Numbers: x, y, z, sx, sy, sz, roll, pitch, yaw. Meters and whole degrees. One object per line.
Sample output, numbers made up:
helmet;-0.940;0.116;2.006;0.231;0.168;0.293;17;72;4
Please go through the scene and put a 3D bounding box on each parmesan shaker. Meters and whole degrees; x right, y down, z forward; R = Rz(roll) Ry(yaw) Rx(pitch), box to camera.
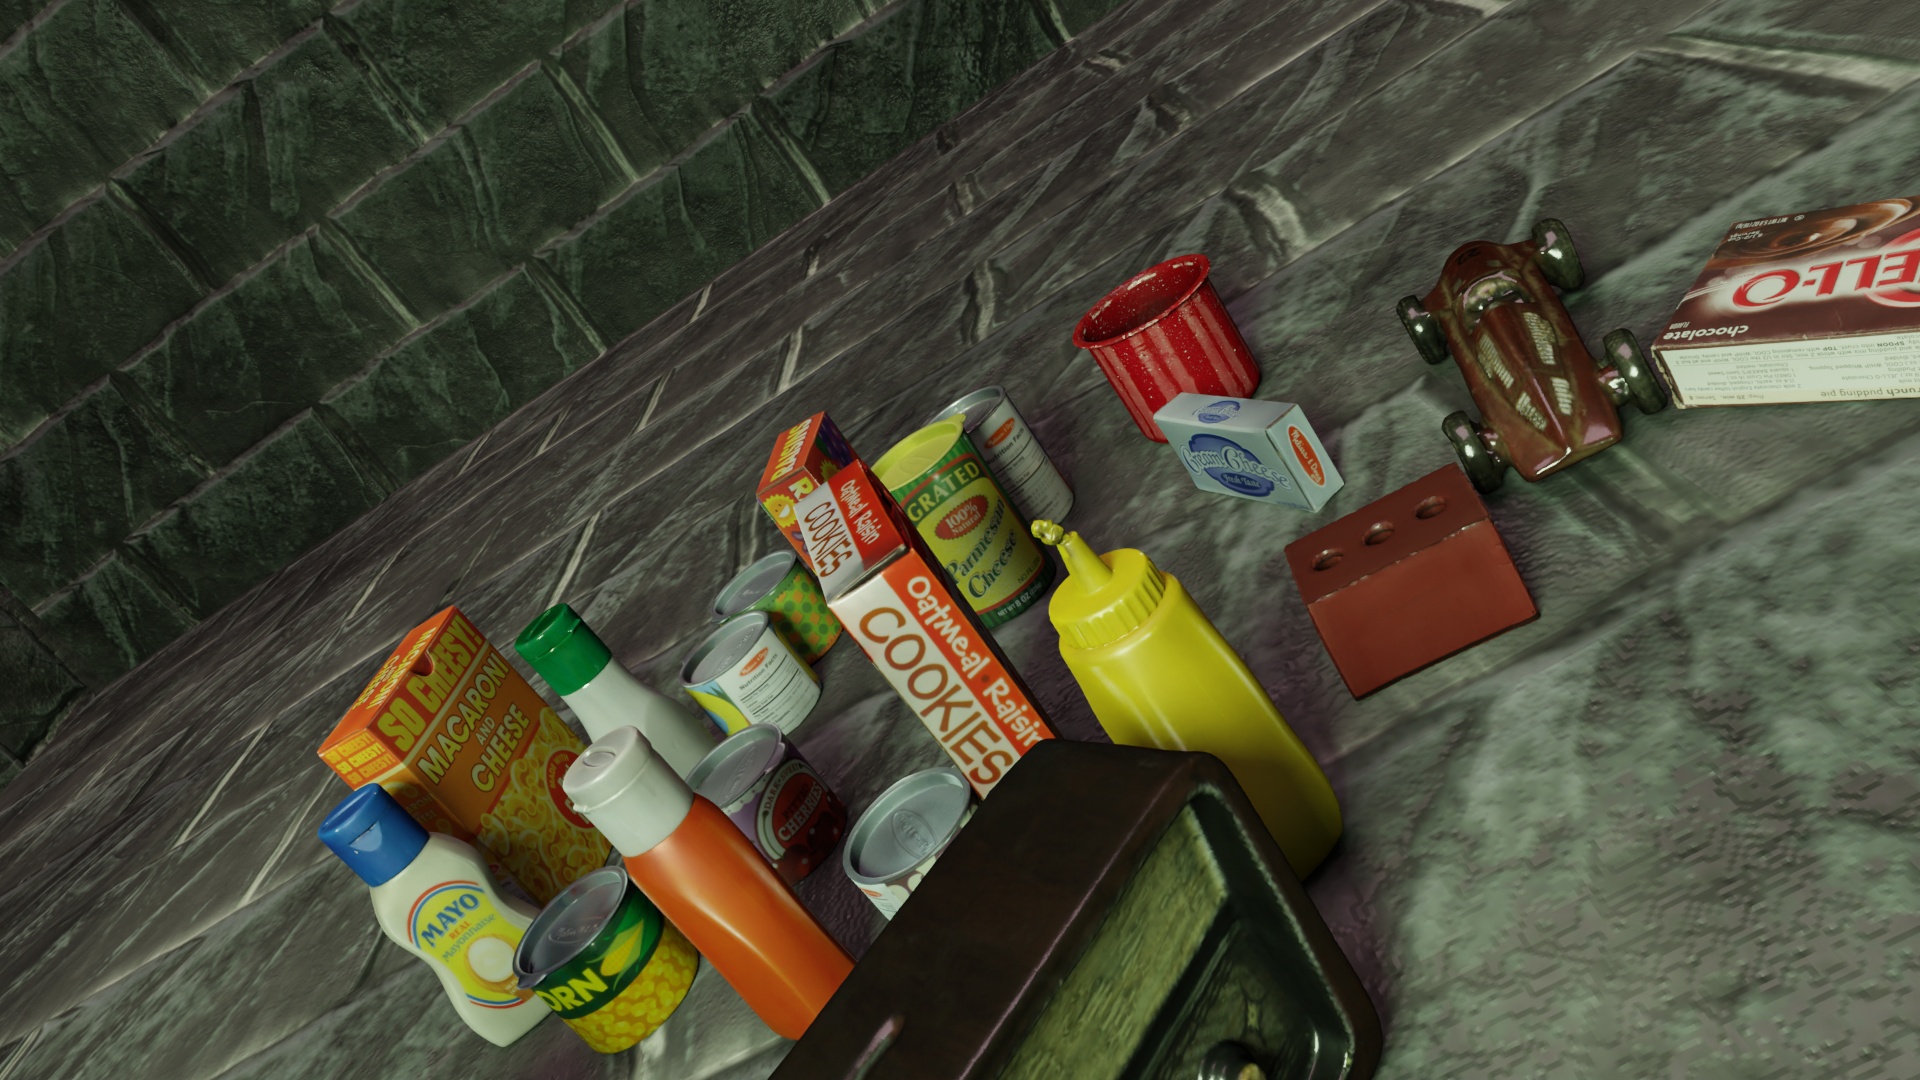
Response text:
parmesan shaker;0.003;-0.010;0.781;0.071;0.103;0.071;-30;22;14

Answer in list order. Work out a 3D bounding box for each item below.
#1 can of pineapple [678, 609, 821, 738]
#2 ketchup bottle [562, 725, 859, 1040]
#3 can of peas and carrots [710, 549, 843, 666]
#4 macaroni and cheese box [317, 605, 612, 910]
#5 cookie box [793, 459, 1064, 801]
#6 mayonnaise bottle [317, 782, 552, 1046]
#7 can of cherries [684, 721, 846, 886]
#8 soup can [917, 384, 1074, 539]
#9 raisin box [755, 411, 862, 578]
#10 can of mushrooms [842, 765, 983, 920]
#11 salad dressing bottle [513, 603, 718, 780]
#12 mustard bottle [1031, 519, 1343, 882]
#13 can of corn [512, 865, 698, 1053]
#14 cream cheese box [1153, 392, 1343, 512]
can of pineapple;-0.127;0.084;0.838;0.071;0.057;0.071;-30;22;14
ketchup bottle;-0.101;0.140;0.566;0.064;0.148;0.044;-5;37;52
can of peas and carrots;-0.118;0.050;0.894;0.071;0.058;0.071;-30;22;14
macaroni and cheese box;-0.268;0.135;0.795;0.040;0.166;0.124;-29;23;17
cookie box;0.000;0.054;0.569;0.040;0.167;0.123;-36;22;0
mayonnaise bottle;-0.258;0.186;0.701;0.065;0.147;0.041;-42;22;-15
can of cherries;-0.098;0.134;0.695;0.071;0.058;0.072;-30;22;14
soup can;0.019;-0.043;0.850;0.071;0.083;0.071;-30;22;14
raisin box;-0.069;-0.008;0.855;0.040;0.123;0.086;-28;23;18
can of mushrooms;-0.014;0.133;0.609;0.071;0.033;0.071;-30;23;14
salad dressing bottle;-0.185;0.100;0.771;0.044;0.147;0.064;-24;25;27
mustard bottle;0.073;0.052;0.479;0.049;0.160;0.065;-42;22;-15
can of corn;-0.169;0.202;0.661;0.071;0.058;0.071;-30;22;14
cream cheese box;0.146;-0.047;0.716;0.024;0.053;0.104;-41;23;-13
